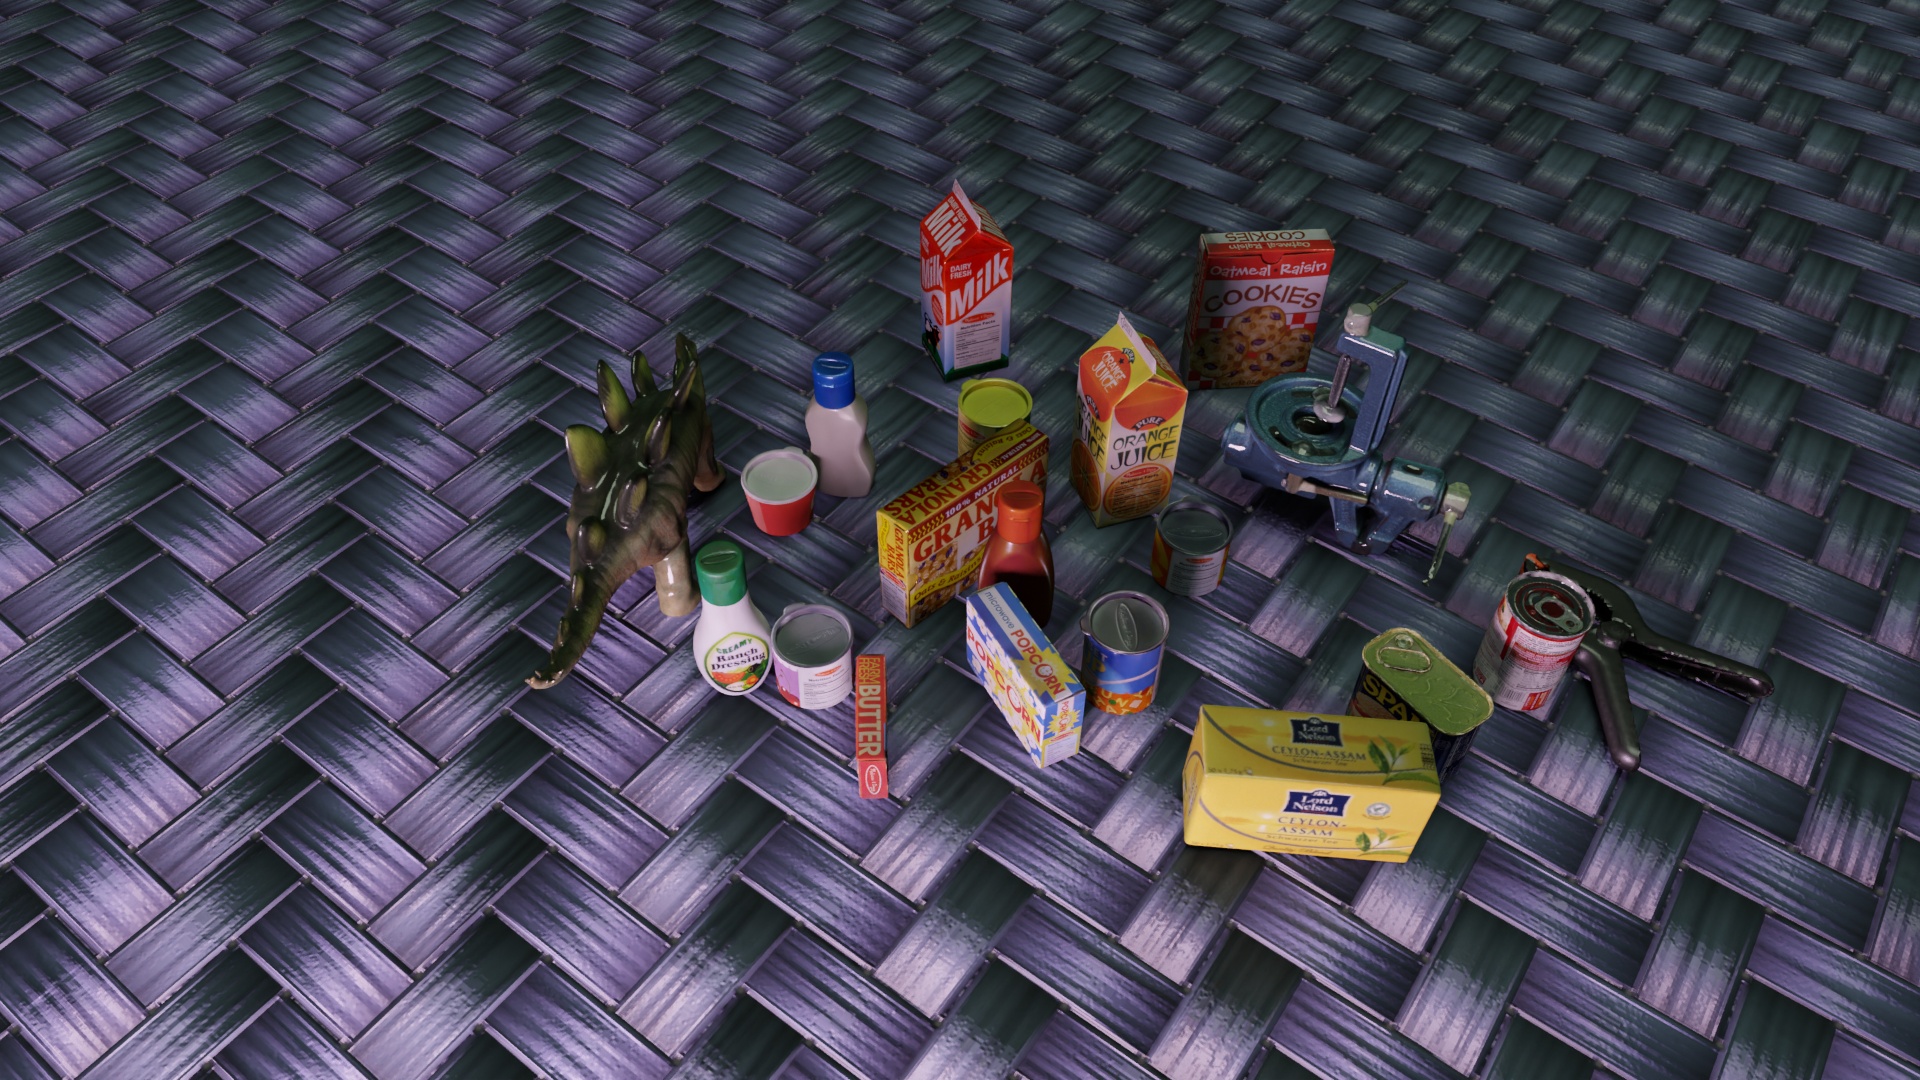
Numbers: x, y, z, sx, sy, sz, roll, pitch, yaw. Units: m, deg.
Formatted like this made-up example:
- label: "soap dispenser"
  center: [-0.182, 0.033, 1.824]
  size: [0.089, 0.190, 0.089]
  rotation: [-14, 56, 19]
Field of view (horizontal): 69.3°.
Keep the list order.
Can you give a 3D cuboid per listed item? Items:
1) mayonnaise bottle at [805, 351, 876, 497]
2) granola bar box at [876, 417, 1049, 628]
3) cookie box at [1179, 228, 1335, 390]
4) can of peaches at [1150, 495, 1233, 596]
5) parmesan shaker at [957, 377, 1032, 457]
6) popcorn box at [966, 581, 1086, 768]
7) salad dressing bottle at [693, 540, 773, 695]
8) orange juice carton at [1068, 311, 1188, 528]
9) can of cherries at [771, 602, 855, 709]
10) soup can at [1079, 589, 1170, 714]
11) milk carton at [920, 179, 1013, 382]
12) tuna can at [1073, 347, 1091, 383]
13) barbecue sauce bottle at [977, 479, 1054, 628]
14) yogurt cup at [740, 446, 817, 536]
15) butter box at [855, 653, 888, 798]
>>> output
- label: "mayonnaise bottle"
  center: [-0.110, -0.103, 1.254]
  size: [0.065, 0.147, 0.041]
  rotation: [9, 48, 7]
- label: "granola bar box"
  center: [0.004, -0.015, 1.190]
  size: [0.166, 0.123, 0.039]
  rotation: [-35, 56, -29]
- label: "cookie box"
  center: [0.287, -0.224, 1.360]
  size: [0.123, 0.166, 0.040]
  rotation: [-4, 47, -4]
- label: "can of peaches"
  center: [0.202, 0.005, 1.219]
  size: [0.071, 0.057, 0.071]
  rotation: [0, 47, 0]
- label: "parmesan shaker"
  center: [0.029, -0.090, 1.275]
  size: [0.071, 0.102, 0.072]
  rotation: [0, 47, 0]
- label: "popcorn box"
  center: [0.049, 0.106, 1.104]
  size: [0.038, 0.084, 0.127]
  rotation: [-21, 51, -19]
- label: "salad dressing bottle"
  center: [-0.183, 0.062, 1.099]
  size: [0.064, 0.146, 0.044]
  rotation: [-12, 49, -12]
- label: "orange juice carton"
  center: [0.148, -0.107, 1.231]
  size: [0.073, 0.191, 0.072]
  rotation: [-14, 49, -13]
- label: "can of cherries"
  center: [-0.120, 0.093, 1.132]
  size: [0.071, 0.058, 0.072]
  rotation: [0, 47, 0]
- label: "soup can"
  center: [0.129, 0.091, 1.121]
  size: [0.071, 0.083, 0.072]
  rotation: [0, 47, 0]
- label: "milk carton"
  center: [0.005, -0.256, 1.370]
  size: [0.073, 0.189, 0.072]
  rotation: [-15, 49, -14]
- label: "tuna can"
  center: [0.148, -0.165, 1.394]
  size: [0.071, 0.032, 0.071]
  rotation: [1, 47, 0]
- label: "barbecue sauce bottle"
  center: [0.047, 0.015, 1.147]
  size: [0.065, 0.147, 0.044]
  rotation: [1, 47, 0]
- label: "yogurt cup"
  center: [-0.162, -0.041, 1.259]
  size: [0.072, 0.053, 0.073]
  rotation: [0, 47, 0]
- label: "butter box"
  center: [-0.069, 0.145, 1.088]
  size: [0.024, 0.052, 0.104]
  rotation: [-2, 47, -2]
